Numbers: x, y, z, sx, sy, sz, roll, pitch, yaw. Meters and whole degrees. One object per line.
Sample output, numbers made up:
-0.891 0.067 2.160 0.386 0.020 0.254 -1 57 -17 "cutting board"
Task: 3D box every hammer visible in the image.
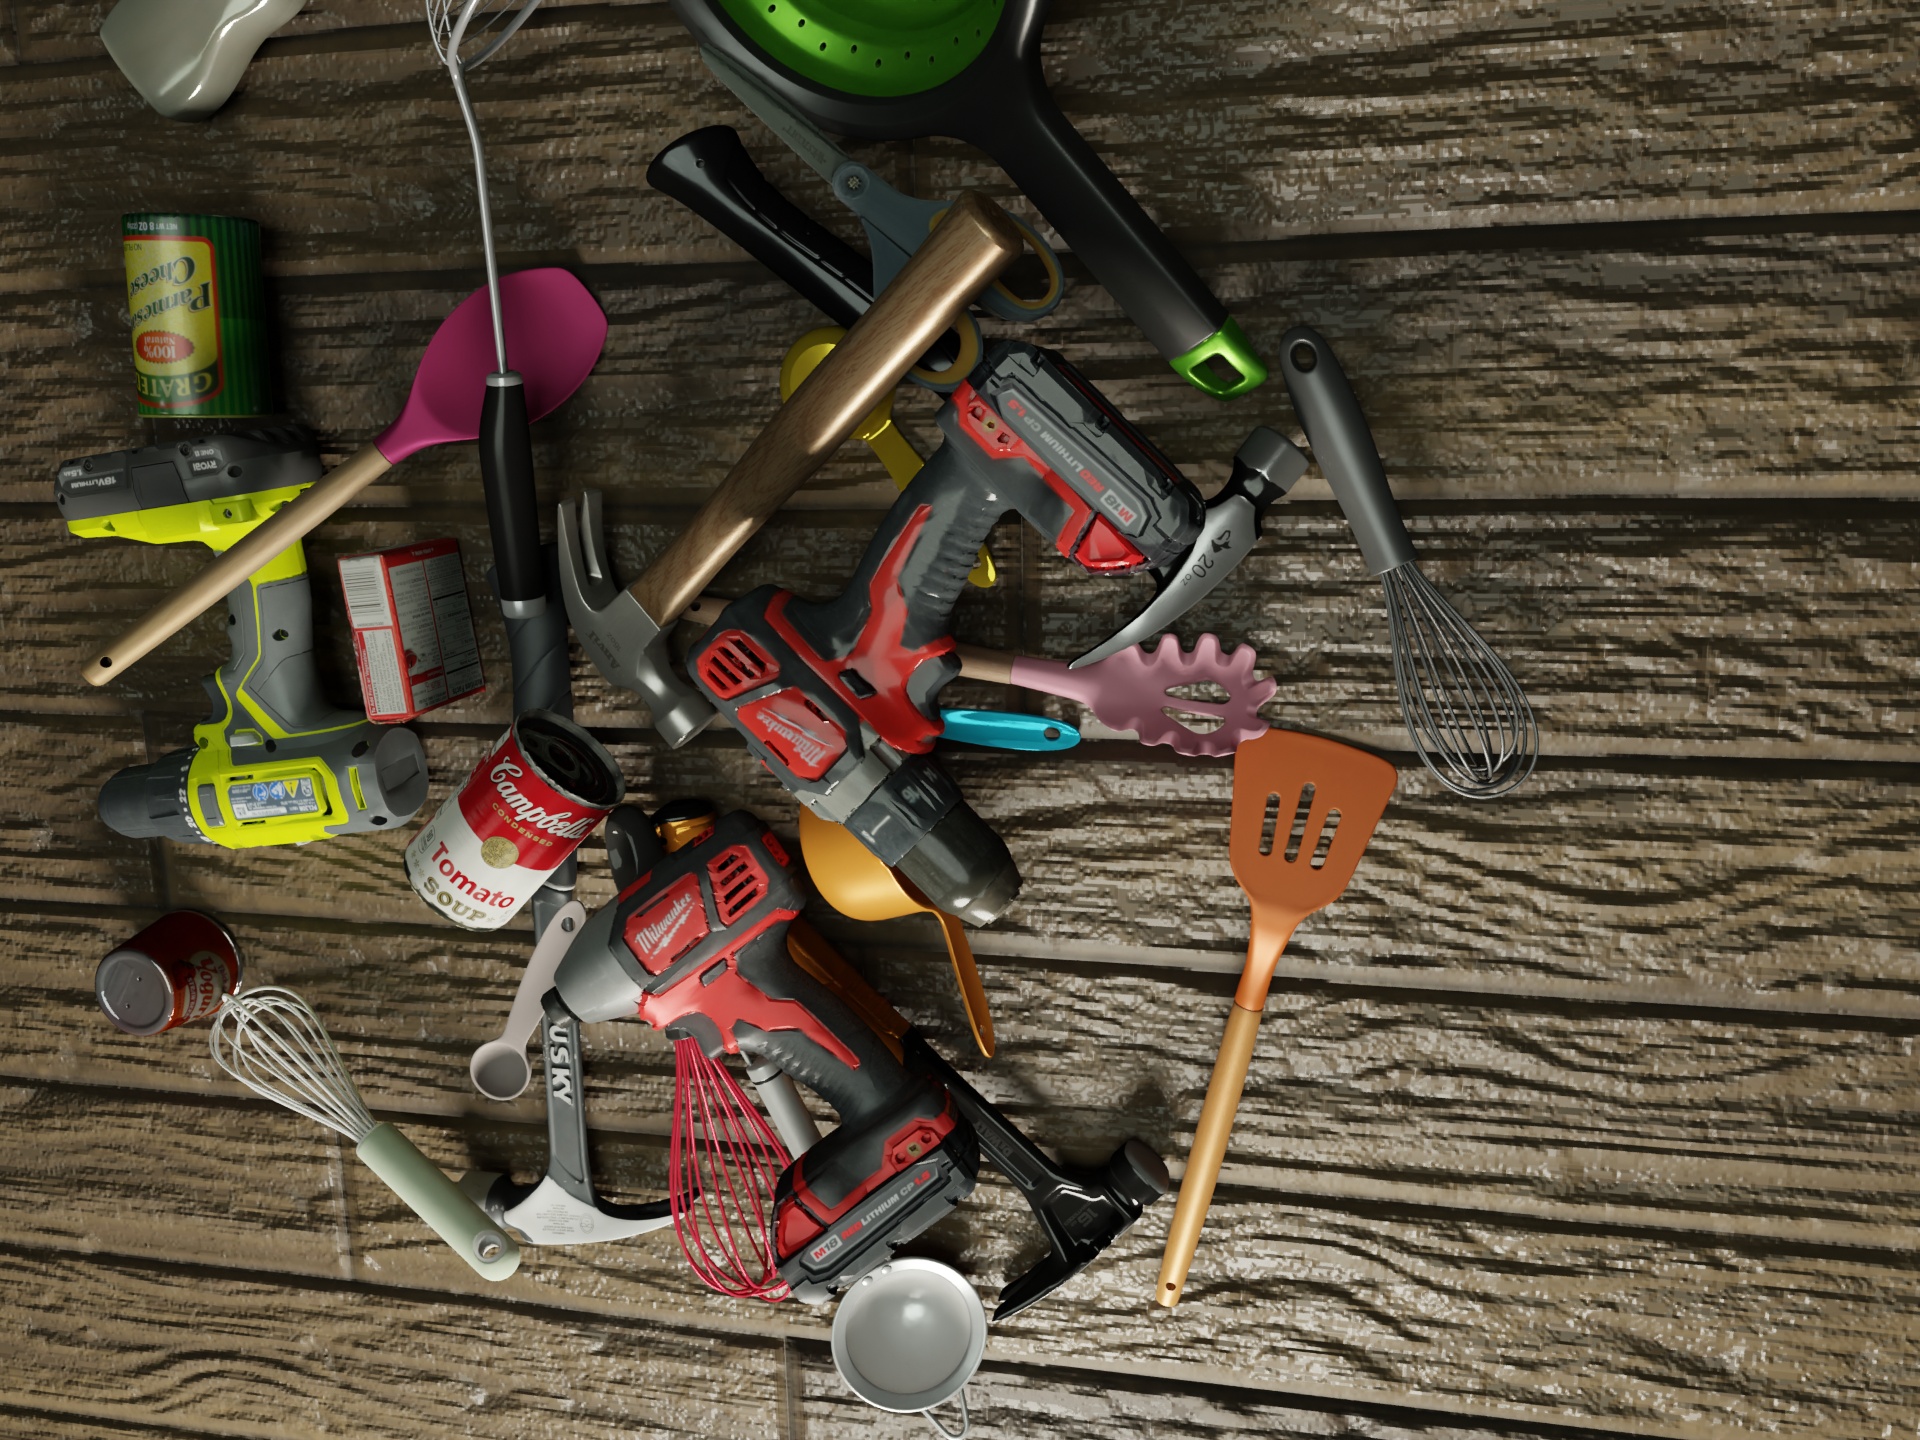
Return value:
-0.050 0.173 0.862 0.337 0.034 0.127 44 107 1 "hammer"
-0.224 0.105 0.888 0.149 0.036 0.409 2 102 12 "hammer"
-0.089 -0.123 0.755 0.130 0.031 0.331 50 125 1 "hammer"
-0.010 -0.165 0.754 0.335 0.035 0.146 38 94 1 "hammer"

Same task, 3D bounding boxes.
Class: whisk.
0.205 -0.075 0.742 0.055 0.055 0.239 -24 91 17 "whisk"
-0.345 0.237 0.920 0.246 0.058 0.059 37 147 15 "whisk"
-0.143 0.185 0.861 0.073 0.073 0.295 -11 102 15 "whisk"

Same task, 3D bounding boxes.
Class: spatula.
0.144 0.163 0.821 0.081 0.041 0.322 15 109 9 "spatula"

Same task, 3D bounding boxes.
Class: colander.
0.016 -0.313 0.713 0.396 0.094 0.204 45 143 -18 "colander"

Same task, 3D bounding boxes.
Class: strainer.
-0.058 0.277 0.870 0.087 0.050 0.258 -27 101 -6 "strainer"

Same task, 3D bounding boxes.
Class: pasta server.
0.000 -0.033 0.803 0.316 0.040 0.060 11 80 12 "pasta server"

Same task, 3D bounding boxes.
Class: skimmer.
-0.197 -0.227 0.769 0.090 0.127 0.363 -2 109 -5 "skimmer"

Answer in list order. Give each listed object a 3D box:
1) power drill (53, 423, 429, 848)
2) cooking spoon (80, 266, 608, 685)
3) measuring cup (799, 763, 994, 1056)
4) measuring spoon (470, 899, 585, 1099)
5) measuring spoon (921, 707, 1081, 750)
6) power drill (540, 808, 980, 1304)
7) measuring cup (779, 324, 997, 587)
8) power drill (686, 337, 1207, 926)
-0.411 -0.038 0.880 0.190 0.080 0.228 -6 103 13 "power drill"
-0.316 -0.121 0.812 0.319 0.017 0.068 -39 109 -4 "cooking spoon"
-0.030 0.097 0.814 0.052 0.095 0.173 -14 101 24 "measuring cup"
-0.234 0.152 0.878 0.034 0.018 0.124 27 98 2 "measuring spoon"
-0.001 -0.003 0.824 0.128 0.021 0.042 7 120 3 "measuring spoon"
-0.101 0.169 0.797 0.143 0.078 0.219 -36 92 -1 "power drill"
-0.033 -0.129 0.792 0.062 0.029 0.156 -37 89 18 "measuring cup"
0.008 -0.035 0.709 0.188 0.080 0.226 45 107 2 "power drill"
